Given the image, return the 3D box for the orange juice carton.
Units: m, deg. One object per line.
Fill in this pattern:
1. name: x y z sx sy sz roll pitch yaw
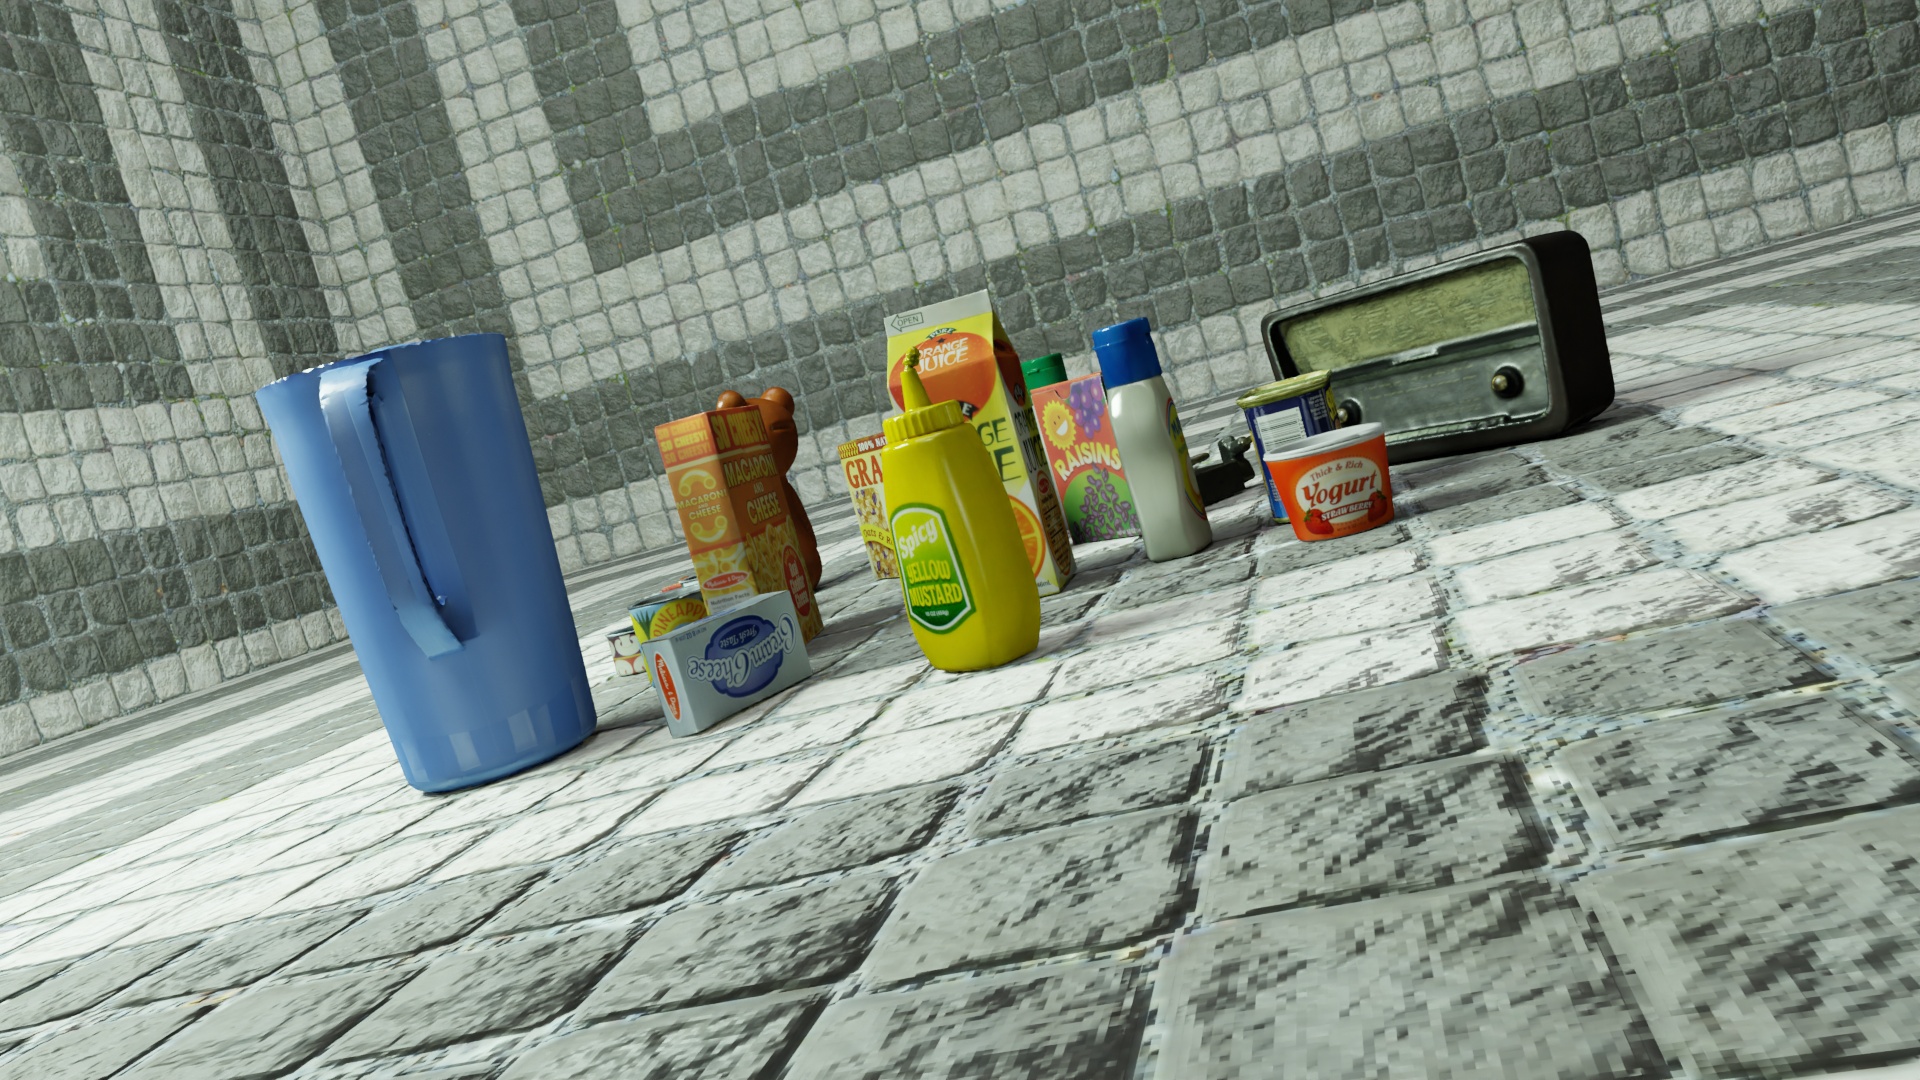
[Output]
1. orange juice carton: 0.010 -0.057 0.877 0.072 0.192 0.073 -15 5 15

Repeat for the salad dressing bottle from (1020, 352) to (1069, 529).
1. salad dressing bottle: 0.088 -0.085 1.187 0.064 0.147 0.044 -13 6 35

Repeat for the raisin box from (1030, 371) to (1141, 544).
1. raisin box: 0.106 -0.063 1.039 0.040 0.123 0.086 -19 6 -34

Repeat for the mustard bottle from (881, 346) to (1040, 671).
1. mustard bottle: -0.008 -0.016 0.684 0.065 0.160 0.049 -11 7 45

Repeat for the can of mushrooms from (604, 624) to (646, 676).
1. can of mushrooms: -0.237 0.079 1.063 0.071 0.033 0.071 -16 5 2

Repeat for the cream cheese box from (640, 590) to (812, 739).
1. cream cheese box: -0.125 0.066 0.759 0.024 0.053 0.104 -13 6 32

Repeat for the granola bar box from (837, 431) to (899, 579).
1. granola bar box: -0.035 -0.034 1.151 0.039 0.124 0.165 -19 6 -30

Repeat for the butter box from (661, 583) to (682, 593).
1. butter box: -0.185 0.048 1.126 0.104 0.053 0.024 -18 5 -20

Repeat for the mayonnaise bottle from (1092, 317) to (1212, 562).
1. mayonnaise bottle: 0.119 -0.064 0.867 0.041 0.148 0.065 -14 5 21

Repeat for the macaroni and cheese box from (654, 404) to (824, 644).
1. macaroni and cheese box: -0.145 -0.004 0.927 0.040 0.166 0.124 -15 5 9

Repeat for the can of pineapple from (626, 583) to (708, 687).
1. can of pineapple: -0.187 0.063 0.945 0.071 0.058 0.071 -16 5 2

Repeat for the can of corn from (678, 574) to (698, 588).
1. can of corn: -0.171 0.048 1.051 0.071 0.058 0.071 -16 5 2

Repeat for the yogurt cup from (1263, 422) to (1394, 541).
1. yogurt cup: 0.210 -0.032 0.779 0.072 0.054 0.072 -16 5 2
